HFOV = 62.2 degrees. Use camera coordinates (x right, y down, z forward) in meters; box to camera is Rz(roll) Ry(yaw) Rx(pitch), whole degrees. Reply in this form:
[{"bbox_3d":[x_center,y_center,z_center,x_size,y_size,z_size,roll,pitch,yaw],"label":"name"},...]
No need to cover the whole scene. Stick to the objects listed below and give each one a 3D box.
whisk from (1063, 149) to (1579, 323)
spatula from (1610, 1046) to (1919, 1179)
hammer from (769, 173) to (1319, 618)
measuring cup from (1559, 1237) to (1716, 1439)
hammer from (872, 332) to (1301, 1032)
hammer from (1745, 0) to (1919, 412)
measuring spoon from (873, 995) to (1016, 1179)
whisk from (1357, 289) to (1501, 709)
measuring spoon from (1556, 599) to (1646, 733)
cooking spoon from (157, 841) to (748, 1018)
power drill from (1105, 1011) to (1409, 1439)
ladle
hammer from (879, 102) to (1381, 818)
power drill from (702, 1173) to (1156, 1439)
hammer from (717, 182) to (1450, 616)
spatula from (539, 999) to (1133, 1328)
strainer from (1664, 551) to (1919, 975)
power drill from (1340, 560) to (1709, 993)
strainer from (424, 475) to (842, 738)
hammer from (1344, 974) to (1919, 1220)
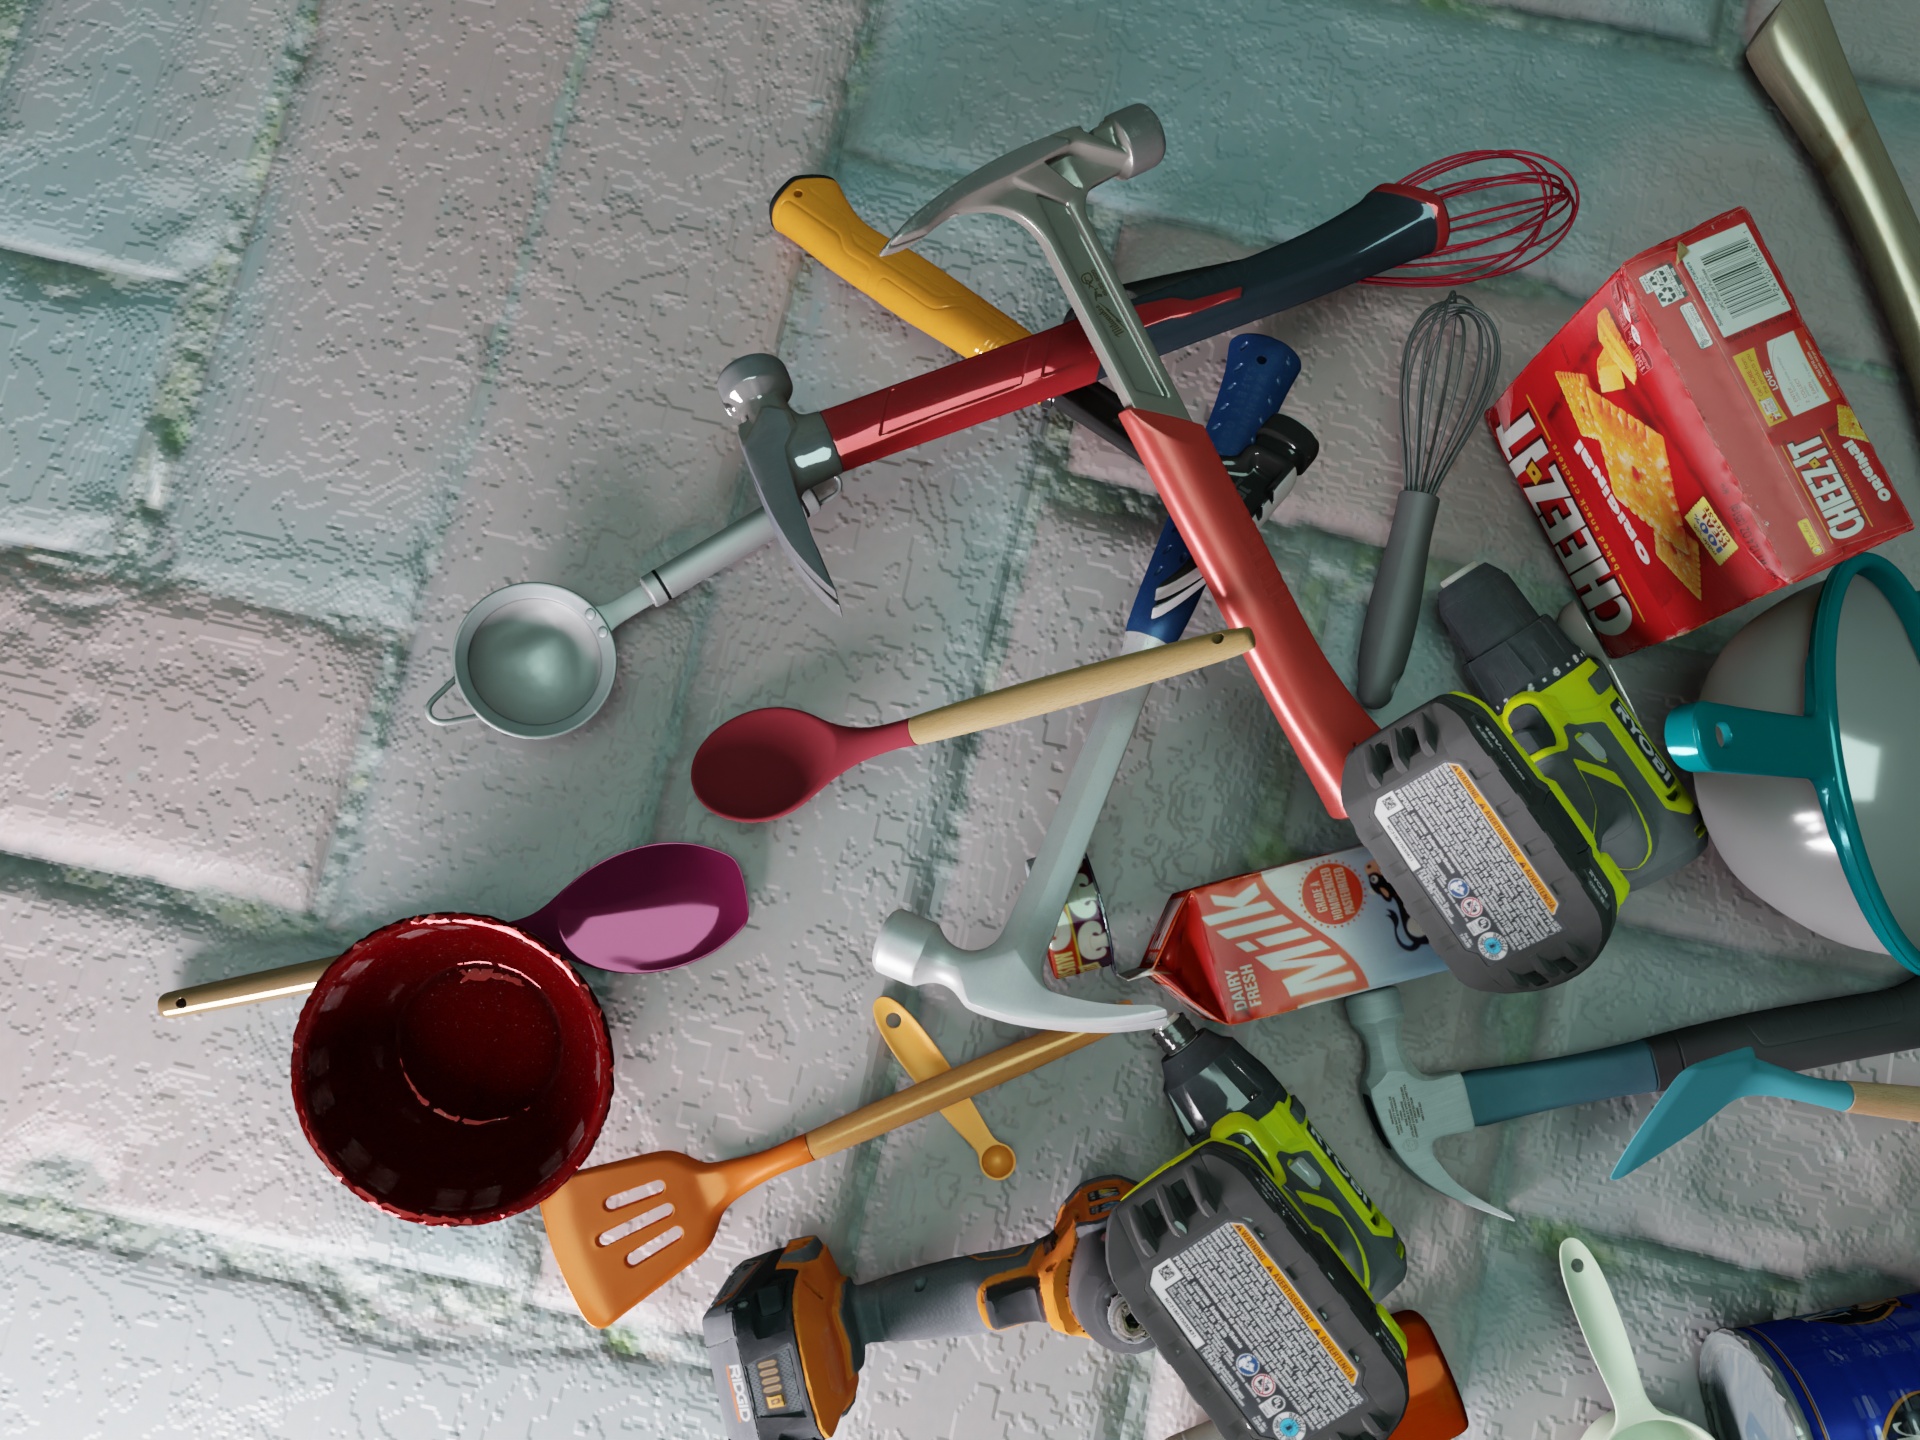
[{"bbox_3d":[0.202,-0.260,0.896,0.296,0.073,0.073,-14,82,4],"label":"whisk"},{"bbox_3d":[0.477,0.204,0.811,0.317,0.044,0.082,8,123,-11],"label":"spatula"},{"bbox_3d":[0.022,-0.194,0.862,0.337,0.034,0.127,38,75,16],"label":"hammer"},{"bbox_3d":[0.338,0.348,0.820,0.083,0.038,0.168,-18,81,-3],"label":"measuring cup"},{"bbox_3d":[0.100,-0.030,0.831,0.144,0.035,0.406,20,71,13],"label":"hammer"},{"bbox_3d":[0.553,-0.227,0.900,0.146,0.038,0.411,-16,82,-4],"label":"hammer"},{"bbox_3d":[-0.009,0.196,0.855,0.021,0.011,0.117,-38,80,-1],"label":"measuring spoon"},{"bbox_3d":[0.254,-0.122,0.883,0.055,0.055,0.239,13,87,2],"label":"whisk"},{"bbox_3d":[0.360,-0.008,0.876,0.018,0.034,0.124,-28,87,19],"label":"measuring spoon"},{"bbox_3d":[-0.273,0.122,0.858,0.319,0.017,0.069,-11,92,-2],"label":"cooking spoon"},{"bbox_3d":[0.138,0.230,0.742,0.080,0.223,0.171,-39,85,13],"label":"power drill"},{"bbox_3d":[-0.001,-0.003,0.811,0.315,0.031,0.069,-15,59,25],"label":"ladle"},{"bbox_3d":[0.107,-0.109,0.771,0.149,0.037,0.359,-31,98,-16],"label":"hammer"},{"bbox_3d":[-0.002,0.284,0.765,0.226,0.164,0.084,-14,85,0],"label":"power drill"},{"bbox_3d":[0.079,-0.181,0.815,0.386,0.038,0.143,-21,70,-6],"label":"hammer"},{"bbox_3d":[-0.057,0.215,0.829,0.322,0.041,0.081,-23,82,0],"label":"spatula"},{"bbox_3d":[0.391,0.022,0.773,0.340,0.095,0.211,5,78,-42],"label":"strainer"},{"bbox_3d":[0.277,0.020,0.790,0.080,0.228,0.190,-38,82,37],"label":"power drill"},{"bbox_3d":[-0.174,-0.067,0.875,0.258,0.050,0.087,-32,89,-10],"label":"strainer"},{"bbox_3d":[0.378,0.179,0.845,0.331,0.033,0.128,-10,81,-2],"label":"hammer"}]
